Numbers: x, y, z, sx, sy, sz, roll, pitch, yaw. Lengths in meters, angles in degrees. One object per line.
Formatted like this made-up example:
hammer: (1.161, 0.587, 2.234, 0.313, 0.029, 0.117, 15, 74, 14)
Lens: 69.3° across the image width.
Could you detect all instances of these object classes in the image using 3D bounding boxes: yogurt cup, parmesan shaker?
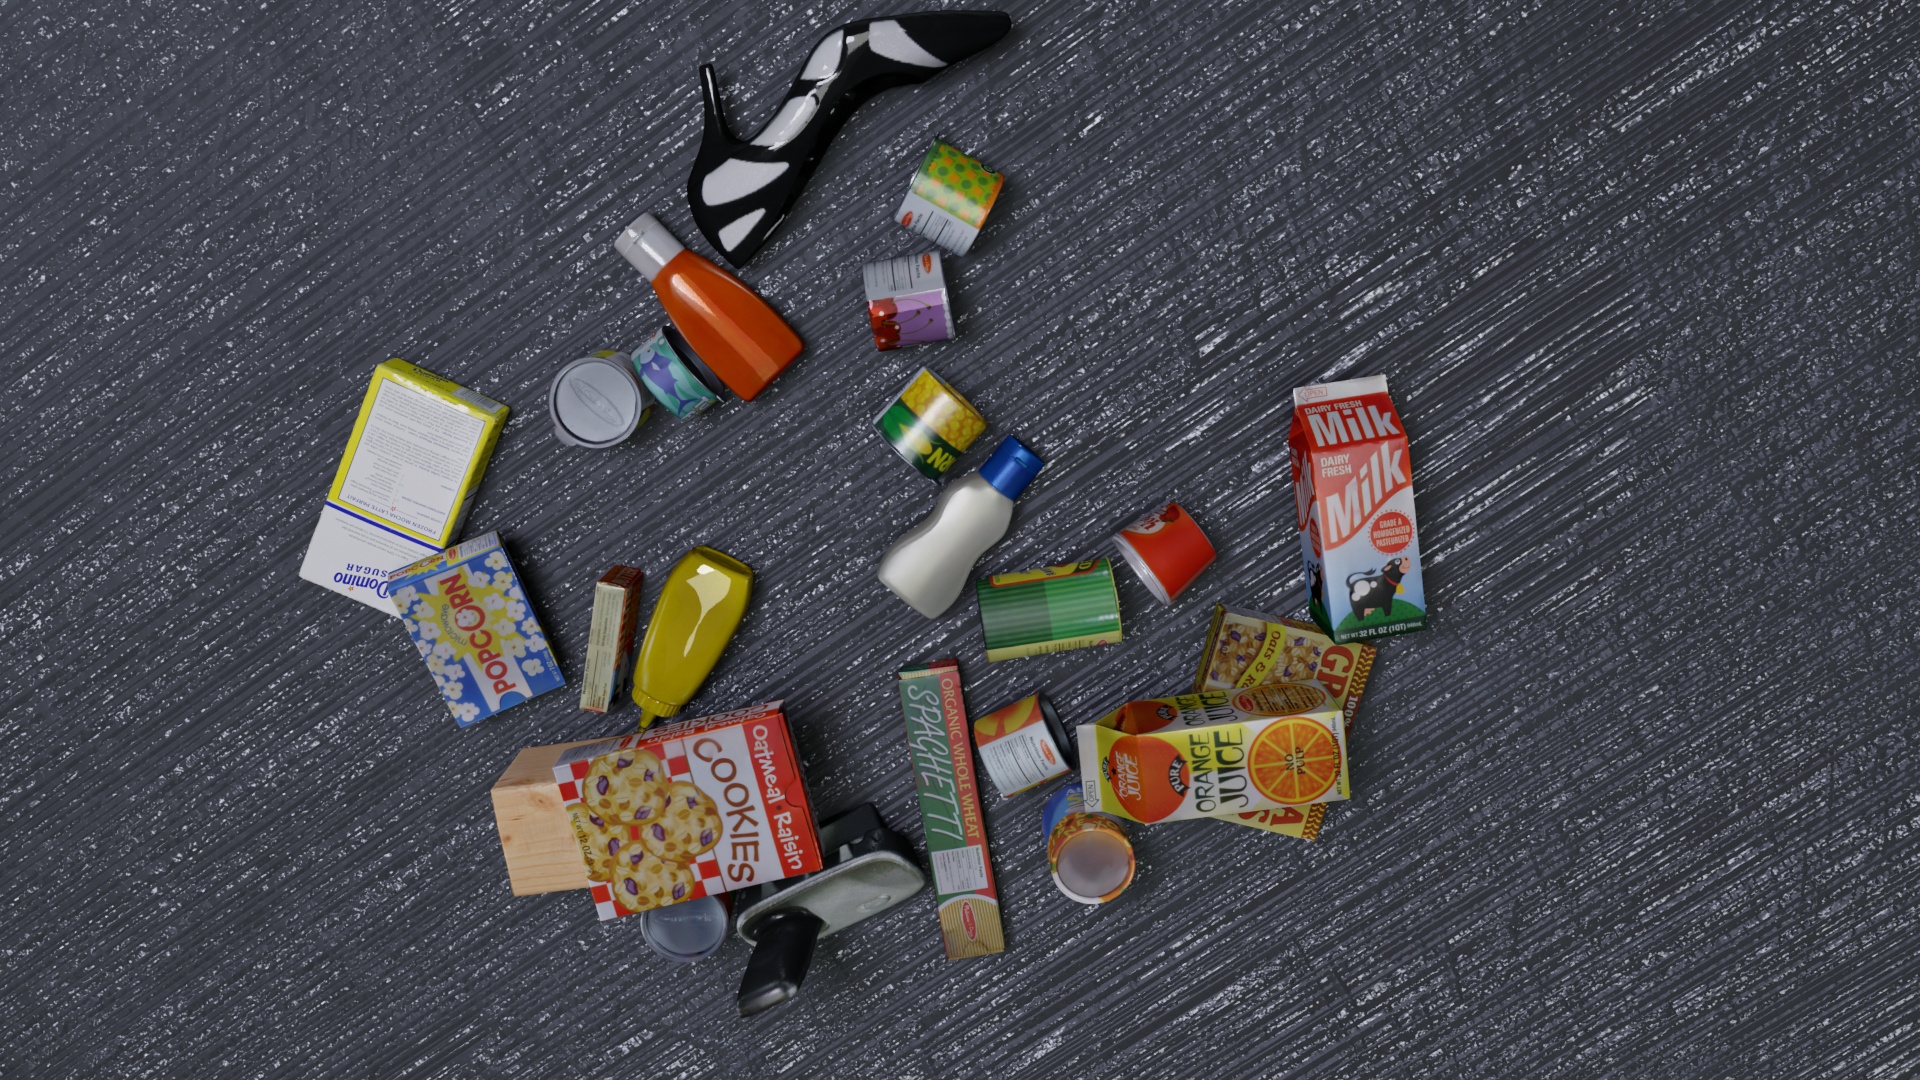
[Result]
yogurt cup: (0.157, 0.008, 1.053, 0.054, 0.072, 0.072, -37, 101, -1)
parmesan shaker: (0.066, 0.052, 1.056, 0.103, 0.071, 0.071, -9, 103, 1)

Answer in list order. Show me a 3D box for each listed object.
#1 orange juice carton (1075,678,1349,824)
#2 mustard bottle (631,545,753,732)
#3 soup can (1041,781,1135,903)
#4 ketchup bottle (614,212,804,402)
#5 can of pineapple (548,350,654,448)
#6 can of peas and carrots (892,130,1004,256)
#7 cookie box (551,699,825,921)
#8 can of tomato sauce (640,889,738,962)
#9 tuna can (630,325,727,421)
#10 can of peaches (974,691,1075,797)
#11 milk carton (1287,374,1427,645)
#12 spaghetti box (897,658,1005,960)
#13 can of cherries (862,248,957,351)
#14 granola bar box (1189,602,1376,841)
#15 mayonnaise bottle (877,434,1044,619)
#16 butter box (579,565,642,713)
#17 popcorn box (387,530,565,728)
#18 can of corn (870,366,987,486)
orange juice carton: (0.185, 0.160, 1.042, 0.193, 0.073, 0.071, -8, 102, 2)
mustard bottle: (-0.216, 0.083, 1.066, 0.065, 0.049, 0.160, 27, 101, -7)
soup can: (0.101, 0.235, 1.092, 0.071, 0.084, 0.071, 0, 103, -2)
ketchup bottle: (-0.186, -0.173, 1.012, 0.064, 0.043, 0.148, -45, 100, 2)
can of pineapple: (-0.263, -0.104, 1.018, 0.071, 0.058, 0.070, 0, 103, -1)
can of peas and carrots: (-0.007, -0.246, 0.990, 0.059, 0.071, 0.071, 27, 101, -8)
cookie box: (-0.193, 0.195, 1.002, 0.167, 0.040, 0.122, -13, 101, 1)
can of tomato sauce: (-0.211, 0.279, 1.093, 0.071, 0.083, 0.071, 0, 103, -1)
tuna can: (-0.204, -0.119, 1.012, 0.033, 0.071, 0.071, -38, 101, 8)
can of peaches: (0.050, 0.159, 1.082, 0.058, 0.071, 0.071, -26, 102, 10)
milk carton: (0.295, -0.026, 1.044, 0.072, 0.073, 0.190, -9, 103, 1)
spaghetti box: (-0.006, 0.216, 1.112, 0.050, 0.029, 0.249, -9, 103, 1)
can of cherries: (-0.037, -0.171, 1.006, 0.058, 0.071, 0.071, -11, 103, 1)
granola bar box: (0.242, 0.143, 1.098, 0.124, 0.039, 0.165, 14, 102, -3)
mayonnaise bottle: (0.004, -0.013, 1.056, 0.064, 0.041, 0.148, 39, 98, -11)
butter box: (-0.266, 0.075, 1.061, 0.024, 0.053, 0.103, 11, 102, -1)
popcorn box: (-0.360, 0.066, 1.039, 0.085, 0.038, 0.126, -23, 118, -13)
can of corn: (-0.021, -0.085, 1.024, 0.071, 0.071, 0.058, 42, 98, -10)
